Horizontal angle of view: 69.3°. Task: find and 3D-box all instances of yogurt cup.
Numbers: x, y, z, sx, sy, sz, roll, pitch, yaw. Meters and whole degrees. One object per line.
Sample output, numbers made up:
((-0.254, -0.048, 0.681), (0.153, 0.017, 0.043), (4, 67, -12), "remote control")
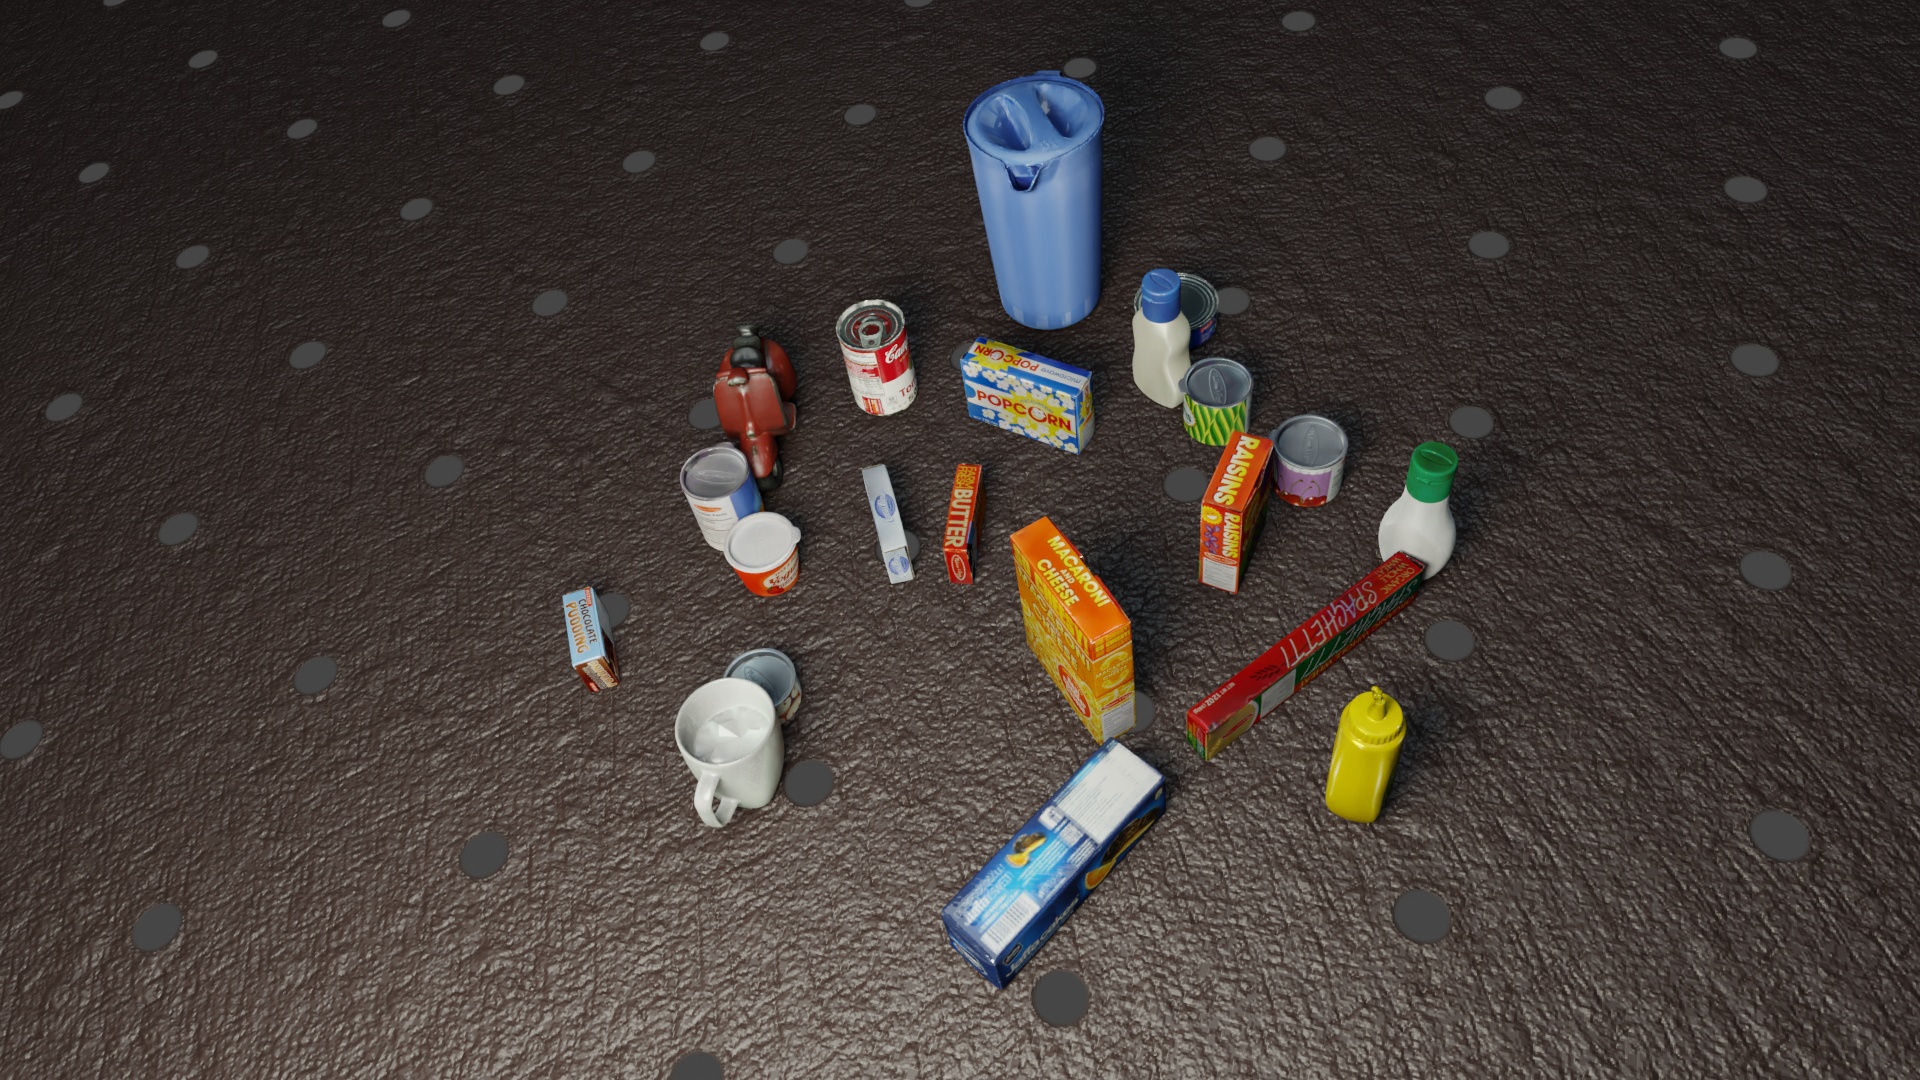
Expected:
((-0.181, 0.015, 1.293), (0.072, 0.053, 0.073), (-4, 53, 5), "yogurt cup")

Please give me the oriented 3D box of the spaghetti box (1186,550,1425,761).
((0.291, 0.095, 1.168), (0.251, 0.050, 0.029), (-34, 56, -17), "spaghetti box")

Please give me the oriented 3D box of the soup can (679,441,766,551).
((-0.223, -0.041, 1.323), (0.071, 0.083, 0.072), (-4, 53, 5), "soup can")

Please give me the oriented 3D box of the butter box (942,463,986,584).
((0.005, -0.016, 1.290), (0.024, 0.053, 0.104), (2, 54, 10), "butter box")

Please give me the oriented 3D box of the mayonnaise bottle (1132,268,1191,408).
((0.194, -0.196, 1.337), (0.041, 0.147, 0.065), (-36, 57, -18), "mayonnaise bottle")

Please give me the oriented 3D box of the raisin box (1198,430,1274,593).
((0.241, -0.024, 1.218), (0.040, 0.122, 0.086), (18, 58, 20), "raisin box")

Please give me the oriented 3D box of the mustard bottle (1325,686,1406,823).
((0.309, 0.156, 1.051), (0.049, 0.159, 0.065), (15, 57, 19), "mustard bottle")

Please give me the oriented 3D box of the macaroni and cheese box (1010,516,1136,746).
((0.094, 0.075, 1.138), (0.040, 0.165, 0.124), (-28, 55, -12), "macaroni and cheese box")

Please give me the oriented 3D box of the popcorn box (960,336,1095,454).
((0.067, -0.141, 1.355), (0.127, 0.084, 0.038), (21, 59, 22), "popcorn box")

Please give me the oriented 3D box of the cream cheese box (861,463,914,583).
((-0.068, -0.016, 1.300), (0.024, 0.053, 0.104), (-15, 53, -3), "cream cheese box")

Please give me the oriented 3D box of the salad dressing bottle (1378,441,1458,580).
((0.393, -0.023, 1.181), (0.064, 0.147, 0.044), (30, 63, 26), "salad dressing bottle")

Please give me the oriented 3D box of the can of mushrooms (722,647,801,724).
((-0.176, 0.132, 1.218), (0.071, 0.033, 0.071), (-4, 53, 5), "can of mushrooms")

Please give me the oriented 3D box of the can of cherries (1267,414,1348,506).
((0.319, -0.074, 1.285), (0.071, 0.058, 0.072), (-4, 53, 5), "can of cherries")

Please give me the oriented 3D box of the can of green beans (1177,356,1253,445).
((0.248, -0.134, 1.340), (0.071, 0.057, 0.071), (-4, 53, 5), "can of green beans")

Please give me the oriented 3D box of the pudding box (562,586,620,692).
((-0.335, 0.090, 1.263), (0.030, 0.049, 0.084), (-18, 53, -5), "pudding box")
